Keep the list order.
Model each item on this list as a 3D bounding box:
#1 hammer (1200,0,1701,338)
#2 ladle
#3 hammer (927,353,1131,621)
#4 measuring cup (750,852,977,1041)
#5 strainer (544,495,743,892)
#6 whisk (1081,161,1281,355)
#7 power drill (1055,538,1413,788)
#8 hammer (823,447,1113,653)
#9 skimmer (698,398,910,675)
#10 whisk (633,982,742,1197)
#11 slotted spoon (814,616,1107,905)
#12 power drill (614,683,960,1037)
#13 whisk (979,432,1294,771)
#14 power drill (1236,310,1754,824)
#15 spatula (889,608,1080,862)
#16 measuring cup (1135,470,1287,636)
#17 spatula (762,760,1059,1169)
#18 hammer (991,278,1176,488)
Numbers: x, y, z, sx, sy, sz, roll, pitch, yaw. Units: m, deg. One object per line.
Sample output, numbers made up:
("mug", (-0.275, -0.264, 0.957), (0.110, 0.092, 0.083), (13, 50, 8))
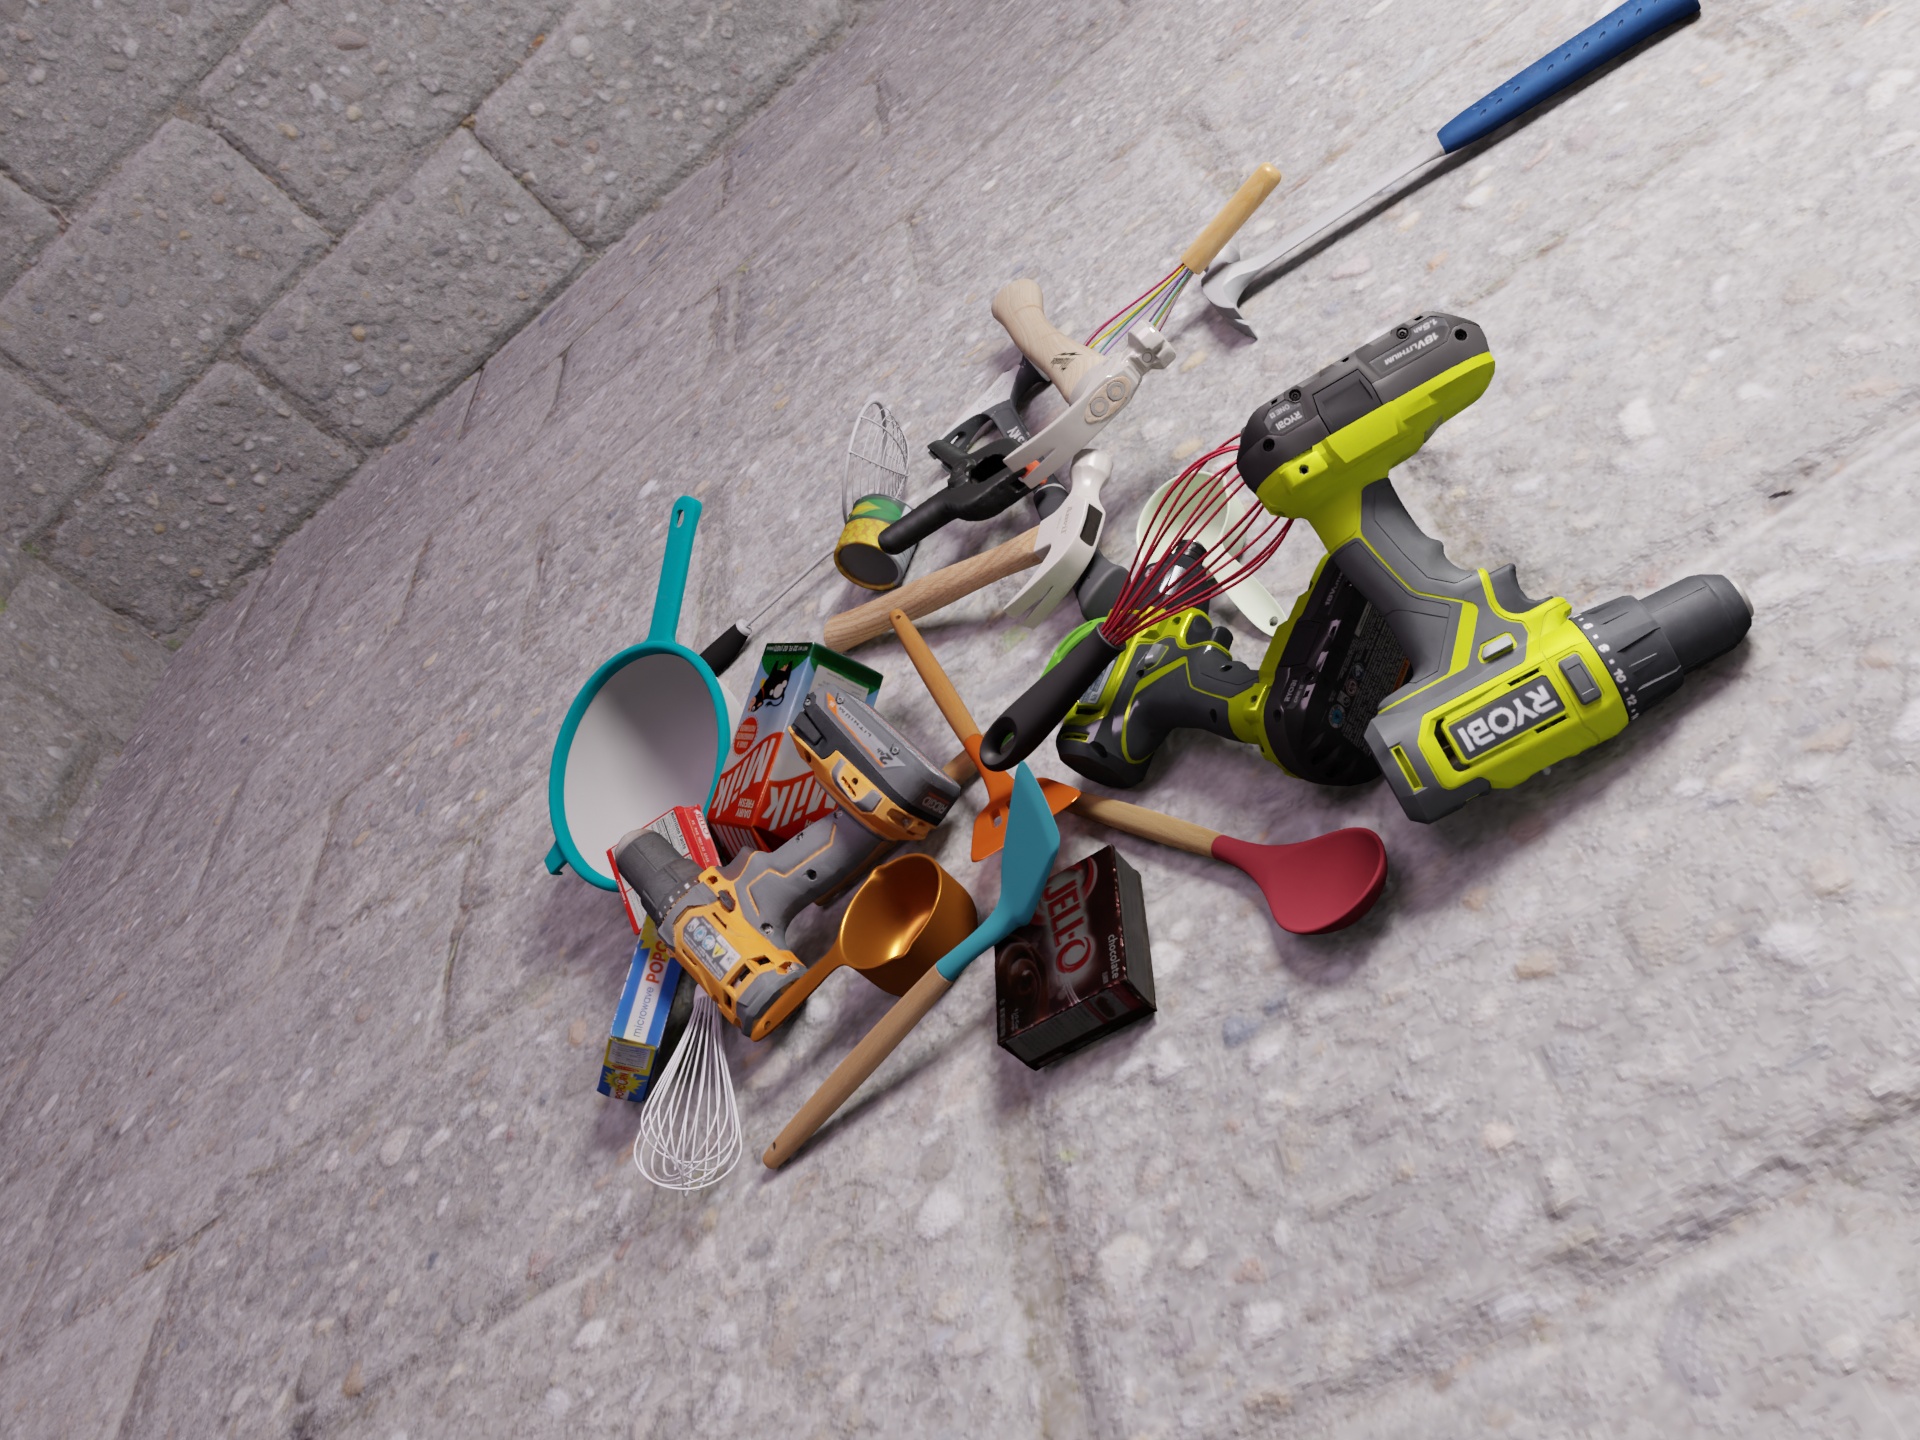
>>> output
("hammer", (0.362, -0.434, 1.225), (0.405, 0.035, 0.144), (-29, 35, 28))
("ladle", (0.135, 0.070, 0.938), (0.069, 0.031, 0.316), (-52, 29, -14))
("hammer", (0.065, -0.191, 1.313), (0.149, 0.036, 0.409), (-40, 32, 14))
("measuring cup", (-0.061, 0.165, 1.046), (0.173, 0.052, 0.095), (-43, 31, 10))
("strainer", (-0.235, -0.017, 1.353), (0.211, 0.095, 0.340), (-1, 76, 37))
("whisk", (0.173, -0.359, 1.315), (0.245, 0.047, 0.051), (-47, 26, 27))
("power drill", (0.167, -0.040, 0.966), (0.223, 0.080, 0.171), (4, 64, 55))
("hammer", (-0.008, -0.107, 1.272), (0.331, 0.031, 0.130), (-19, 48, 49))
("skimmer", (-0.181, -0.150, 1.512), (0.363, 0.090, 0.127), (-41, -1, 15))
("whisk", (-0.180, 0.220, 1.129), (0.070, 0.070, 0.285), (-35, 28, 19))
("slotted spoon", (0.007, 0.030, 1.140), (0.313, 0.031, 0.070), (-42, 34, 11))
("power drill", (-0.132, 0.083, 1.126), (0.185, 0.084, 0.226), (41, 94, 27))
("whisk", (0.104, -0.064, 0.961), (0.295, 0.073, 0.073), (-47, 27, 31))
("power drill", (0.262, -0.085, 0.806), (0.190, 0.228, 0.080), (-29, -10, 11))
("spatula", (-0.002, -0.004, 1.120), (0.081, 0.041, 0.323), (-32, 38, 1))
("measuring cup", (0.182, -0.103, 1.078), (0.083, 0.038, 0.168), (-46, 47, 15))
("spatula", (-0.034, 0.165, 0.967), (0.317, 0.044, 0.082), (-50, 32, 18))
("hammer", (0.067, -0.307, 1.340), (0.146, 0.038, 0.411), (-43, 23, 11))
